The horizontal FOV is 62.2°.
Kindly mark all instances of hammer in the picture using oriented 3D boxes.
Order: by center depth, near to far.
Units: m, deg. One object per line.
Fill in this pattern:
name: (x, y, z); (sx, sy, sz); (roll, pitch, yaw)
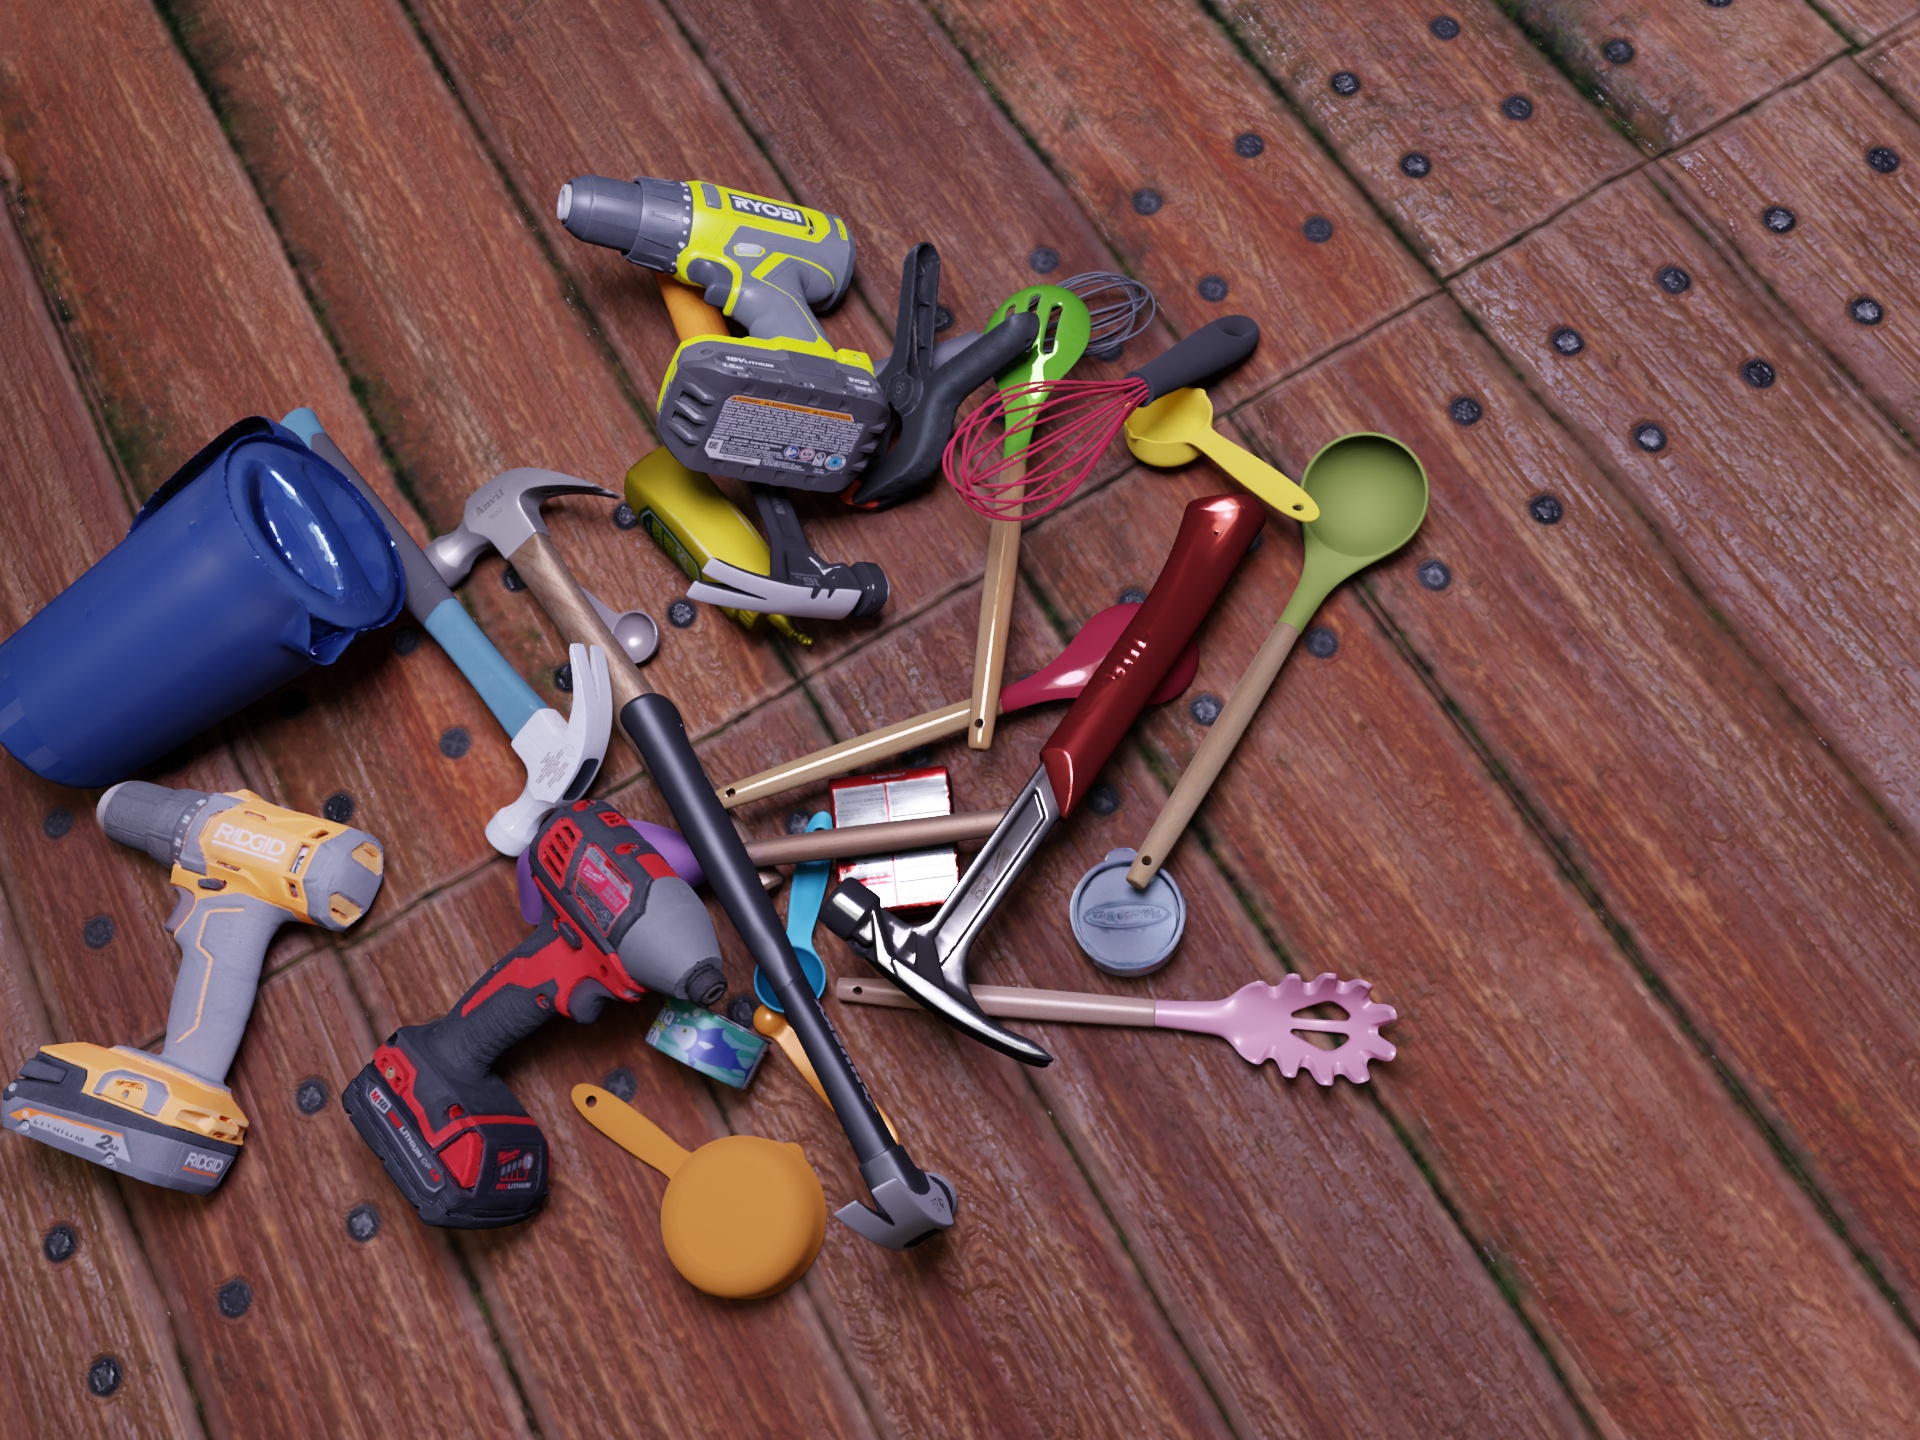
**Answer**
hammer: (-0.101, 0.130, 0.862); (0.035, 0.146, 0.335); (-31, 75, 1)
hammer: (0.081, 0.015, 0.912); (0.149, 0.036, 0.359); (34, 72, 7)
hammer: (-0.211, -0.024, 0.993); (0.130, 0.031, 0.331); (-40, 74, 12)
hammer: (-0.338, -0.076, 1.007); (0.128, 0.033, 0.331); (-47, 73, 13)
hammer: (-0.154, -0.204, 1.022); (0.127, 0.034, 0.337); (2, 52, -38)

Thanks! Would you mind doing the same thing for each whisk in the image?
whisk: (0.095, -0.194, 0.961); (0.073, 0.073, 0.296); (42, 50, 17)
whisk: (0.013, -0.244, 1.051); (0.239, 0.055, 0.055); (-18, 70, 4)

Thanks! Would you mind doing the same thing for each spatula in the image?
spatula: (-0.106, 0.074, 0.930); (0.316, 0.018, 0.060); (-7, 83, 3)

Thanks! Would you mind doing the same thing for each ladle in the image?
ladle: (0.182, -0.039, 0.938); (0.078, 0.062, 0.320); (28, 71, 18)
ladle: (-0.002, -0.003, 0.957); (0.315, 0.031, 0.069); (-20, 71, -7)

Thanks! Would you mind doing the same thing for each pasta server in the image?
pasta server: (0.083, 0.164, 0.903); (0.316, 0.040, 0.060); (3, 82, 8)

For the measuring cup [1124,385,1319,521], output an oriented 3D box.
measuring cup: (0.163, -0.158, 0.992); (0.062, 0.029, 0.157); (-35, 56, -18)

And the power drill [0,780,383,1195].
power drill: (-0.474, 0.146, 0.951); (0.185, 0.084, 0.226); (15, 69, 13)

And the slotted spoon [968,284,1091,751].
slotted spoon: (0.032, -0.133, 0.970); (0.070, 0.031, 0.314); (3, 74, 17)

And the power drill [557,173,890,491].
power drill: (-0.145, -0.254, 0.989); (0.190, 0.080, 0.229); (5, 48, -28)

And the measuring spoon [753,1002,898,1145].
measuring spoon: (-0.078, 0.206, 0.920); (0.117, 0.011, 0.021); (42, 80, 18)

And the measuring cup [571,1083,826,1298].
measuring cup: (-0.156, 0.253, 0.890); (0.174, 0.052, 0.095); (32, 77, 13)

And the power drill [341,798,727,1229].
power drill: (-0.226, 0.166, 0.879); (0.143, 0.078, 0.219); (40, 95, 27)

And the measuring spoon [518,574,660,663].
measuring spoon: (-0.241, -0.074, 1.036); (0.124, 0.018, 0.034); (31, 95, 22)

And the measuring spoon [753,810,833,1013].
measuring spoon: (-0.093, 0.116, 0.954); (0.042, 0.021, 0.129); (9, 63, 1)
